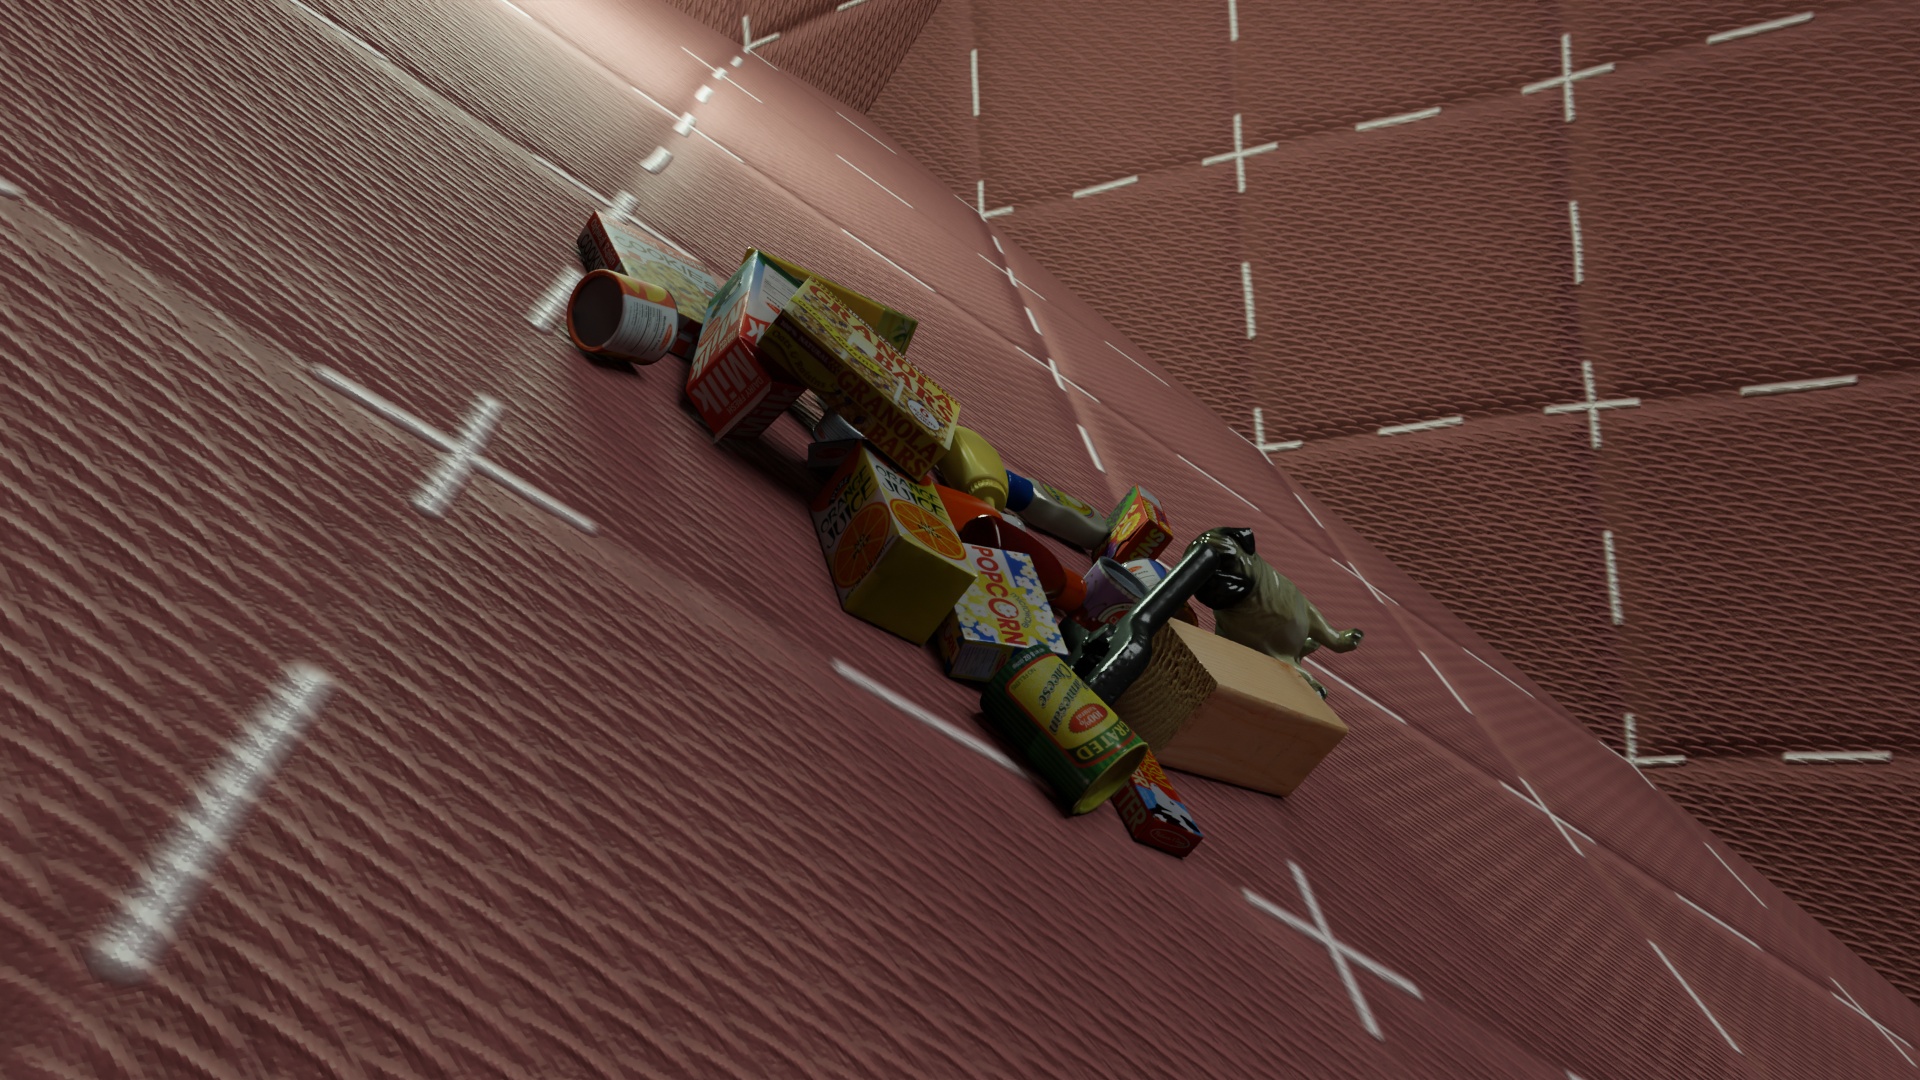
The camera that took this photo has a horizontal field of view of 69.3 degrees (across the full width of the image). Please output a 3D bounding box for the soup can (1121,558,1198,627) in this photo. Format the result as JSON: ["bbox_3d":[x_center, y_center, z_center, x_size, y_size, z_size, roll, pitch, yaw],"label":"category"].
[{"bbox_3d":[0.187,0.068,1.352,0.071,0.071,0.084,28,20,-29],"label":"soup can"}]

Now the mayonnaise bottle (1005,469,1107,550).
[{"bbox_3d":[0.090,-0.036,1.471,0.148,0.041,0.065,23,22,-40],"label":"mayonnaise bottle"}]

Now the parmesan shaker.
[{"bbox_3d":[0.068,0.130,0.957,0.103,0.071,0.071,44,18,24],"label":"parmesan shaker"}]

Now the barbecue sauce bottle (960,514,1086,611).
[{"bbox_3d":[0.058,0.027,1.225,0.148,0.043,0.065,25,57,-49],"label":"barbecue sauce bottle"}]

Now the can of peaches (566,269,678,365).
[{"bbox_3d":[-0.267,-0.175,1.091,0.071,0.071,0.058,46,19,26],"label":"can of peaches"}]

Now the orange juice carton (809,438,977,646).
[{"bbox_3d":[-0.058,-0.011,1.061,0.073,0.071,0.193,28,19,-29],"label":"orange juice carton"}]

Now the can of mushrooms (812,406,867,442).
[{"bbox_3d":[-0.098,-0.095,1.269,0.071,0.033,0.071,33,17,-11],"label":"can of mushrooms"}]

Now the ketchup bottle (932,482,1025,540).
[{"bbox_3d":[0.004,-0.016,1.245,0.149,0.043,0.065,14,36,-53],"label":"ketchup bottle"}]

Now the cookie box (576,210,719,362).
[{"bbox_3d":[-0.269,-0.222,1.255,0.123,0.040,0.168,22,23,-40],"label":"cookie box"}]

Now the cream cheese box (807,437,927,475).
[{"bbox_3d":[-0.080,-0.067,1.203,0.053,0.024,0.104,-2,-8,35],"label":"cream cheese box"}]

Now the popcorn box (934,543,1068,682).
[{"bbox_3d":[0.023,0.054,1.050,0.085,0.038,0.127,11,33,-21],"label":"popcorn box"}]

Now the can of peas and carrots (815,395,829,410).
[{"bbox_3d":[-0.098,-0.147,1.361,0.071,0.058,0.071,34,17,-12],"label":"can of peas and carrots"}]

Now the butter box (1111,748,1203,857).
[{"bbox_3d":[0.132,0.182,1.012,0.053,0.024,0.104,27,20,-32],"label":"butter box"}]

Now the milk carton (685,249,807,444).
[{"bbox_3d":[-0.170,-0.153,1.145,0.073,0.072,0.191,36,29,-26],"label":"milk carton"}]

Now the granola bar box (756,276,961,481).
[{"bbox_3d":[-0.078,-0.131,1.108,0.165,0.039,0.125,40,20,-11],"label":"granola bar box"}]

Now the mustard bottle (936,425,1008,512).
[{"bbox_3d":[0.015,-0.060,1.375,0.065,0.048,0.161,28,20,-24],"label":"mustard bottle"}]

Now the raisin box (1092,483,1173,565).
[{"bbox_3d":[0.182,-0.002,1.490,0.040,0.086,0.124,36,17,-11],"label":"raisin box"}]

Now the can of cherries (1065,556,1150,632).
[{"bbox_3d":[0.140,0.059,1.293,0.071,0.058,0.072,35,16,-11],"label":"can of cherries"}]
